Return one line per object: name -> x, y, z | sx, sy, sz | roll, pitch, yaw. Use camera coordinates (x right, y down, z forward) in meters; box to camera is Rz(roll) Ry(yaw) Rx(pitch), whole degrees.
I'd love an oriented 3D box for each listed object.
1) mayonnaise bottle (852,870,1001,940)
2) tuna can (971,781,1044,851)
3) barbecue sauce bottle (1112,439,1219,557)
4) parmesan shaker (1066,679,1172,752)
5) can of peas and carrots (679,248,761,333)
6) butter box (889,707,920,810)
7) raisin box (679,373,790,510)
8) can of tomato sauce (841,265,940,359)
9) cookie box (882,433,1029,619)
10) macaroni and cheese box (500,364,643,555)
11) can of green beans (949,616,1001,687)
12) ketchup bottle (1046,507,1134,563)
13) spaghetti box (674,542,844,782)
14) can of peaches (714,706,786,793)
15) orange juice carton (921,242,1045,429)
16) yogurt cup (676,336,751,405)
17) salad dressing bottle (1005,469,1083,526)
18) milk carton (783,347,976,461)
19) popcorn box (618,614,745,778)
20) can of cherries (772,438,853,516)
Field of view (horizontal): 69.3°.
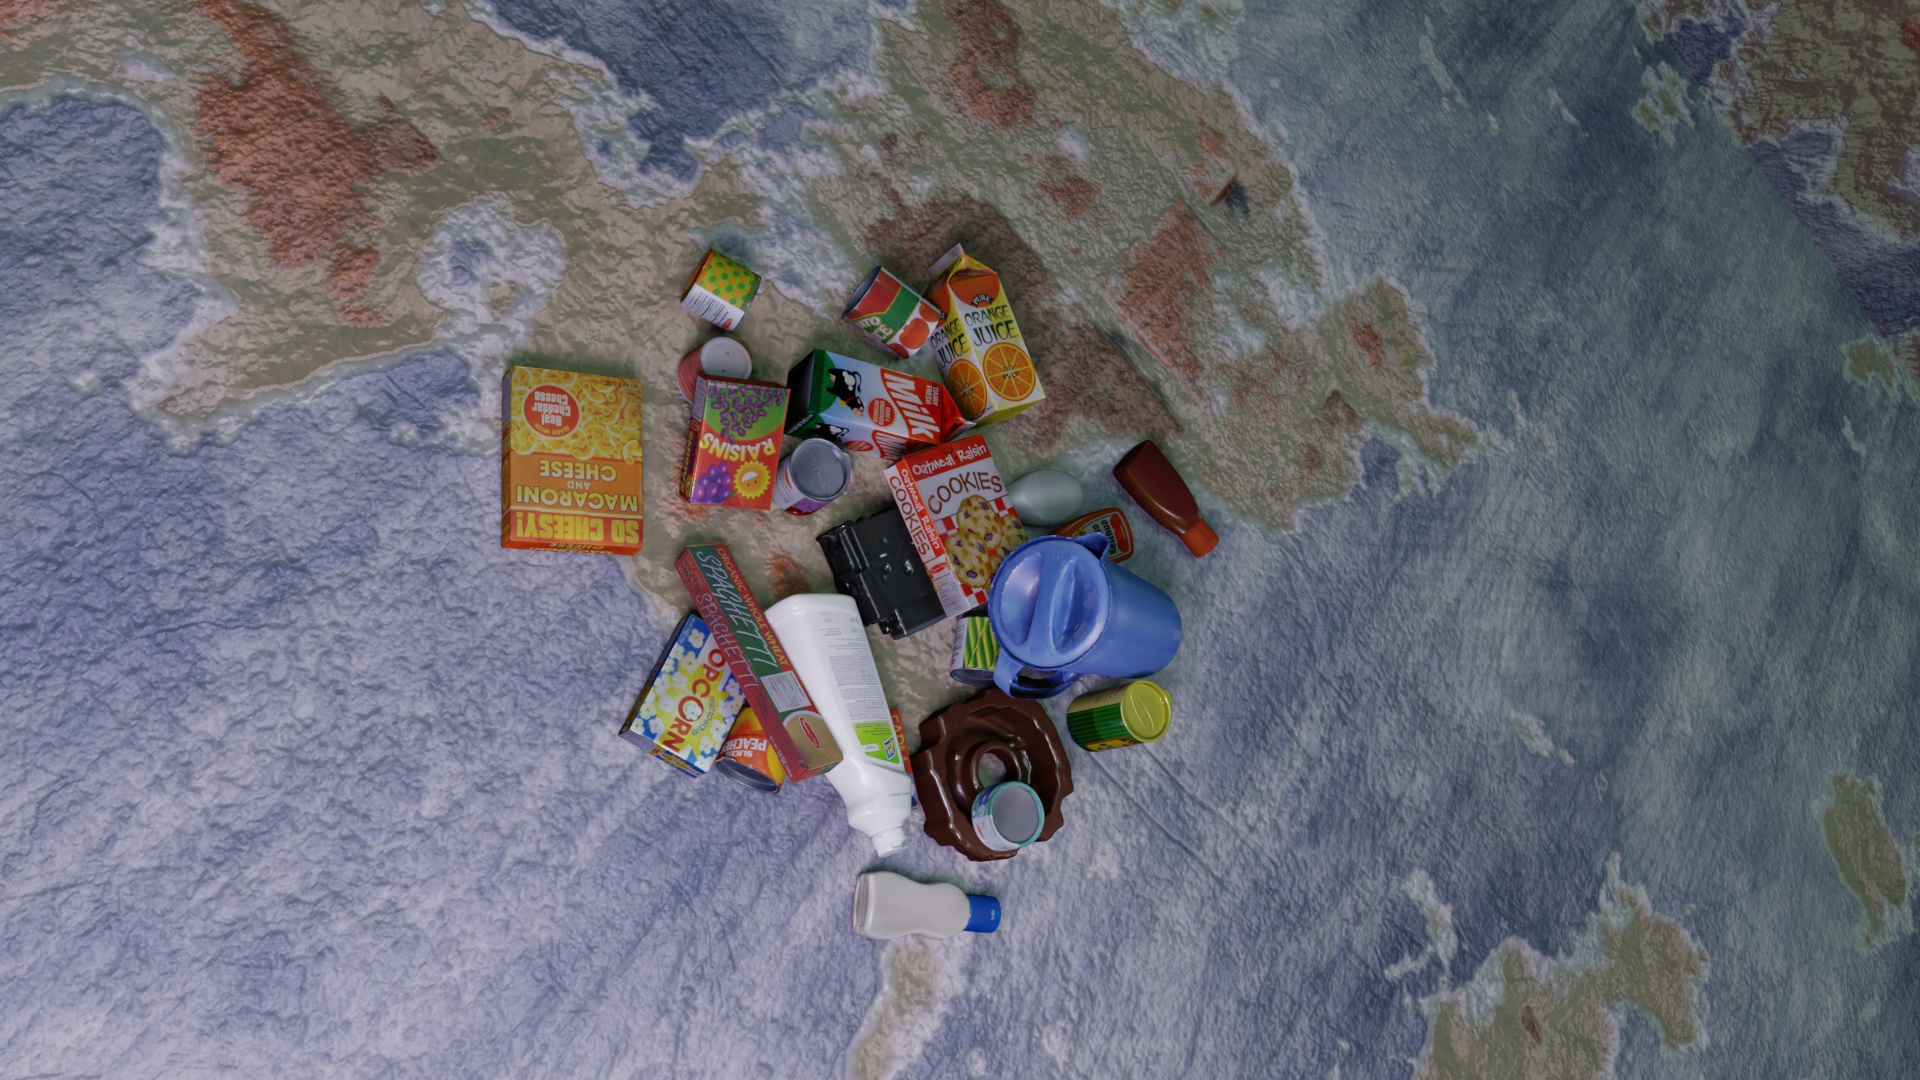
mayonnaise bottle -> -0.032, 0.360, 1.355 | 0.148, 0.041, 0.065 | 14, 71, -28
tuna can -> 0.049, 0.269, 1.366 | 0.071, 0.032, 0.071 | 10, 69, -29
barbecue sauce bottle -> 0.247, -0.045, 1.642 | 0.148, 0.043, 0.065 | 49, 58, -10
parmesan shaker -> 0.171, 0.188, 1.490 | 0.071, 0.102, 0.071 | 9, 72, -28
can of peas and carrots -> -0.241, -0.254, 1.401 | 0.058, 0.070, 0.071 | 28, 63, -21
butter box -> -0.078, 0.221, 1.378 | 0.053, 0.024, 0.103 | -7, 79, -31
raisin box -> -0.219, -0.095, 1.349 | 0.086, 0.040, 0.123 | 4, 104, -31
can of tomato sauce -> -0.074, -0.244, 1.497 | 0.083, 0.071, 0.071 | 35, 61, -18
cookie box -> 0.005, -0.018, 1.429 | 0.123, 0.040, 0.167 | -21, 86, -46
macaroni and cheese box -> -0.360, -0.072, 1.290 | 0.124, 0.040, 0.167 | 4, 73, -30
can of green beans -> 0.025, 0.116, 1.447 | 0.071, 0.071, 0.058 | 18, 67, -25
ketchup bottle -> 0.124, 0.009, 1.552 | 0.149, 0.043, 0.064 | -17, 90, -33
spaghetti box -> -0.189, 0.108, 1.287 | 0.050, 0.028, 0.250 | -6, 57, -51
can of peaches -> -0.188, 0.194, 1.294 | 0.071, 0.071, 0.058 | 34, 61, -18
orange juice carton -> 0.015, -0.228, 1.541 | 0.073, 0.071, 0.192 | -19, 86, -34
yogurt cup -> -0.242, -0.168, 1.381 | 0.072, 0.053, 0.072 | 9, 70, -28
salad dressing bottle -> 0.064, -0.043, 1.533 | 0.148, 0.044, 0.064 | -8, 80, -30
milk carton -> -0.083, -0.133, 1.454 | 0.191, 0.072, 0.073 | 13, 69, -27
popcorn box -> -0.248, 0.144, 1.292 | 0.085, 0.038, 0.127 | 34, 61, -18
can of cherries -> -0.151, -0.063, 1.401 | 0.071, 0.058, 0.071 | 10, 70, -28
